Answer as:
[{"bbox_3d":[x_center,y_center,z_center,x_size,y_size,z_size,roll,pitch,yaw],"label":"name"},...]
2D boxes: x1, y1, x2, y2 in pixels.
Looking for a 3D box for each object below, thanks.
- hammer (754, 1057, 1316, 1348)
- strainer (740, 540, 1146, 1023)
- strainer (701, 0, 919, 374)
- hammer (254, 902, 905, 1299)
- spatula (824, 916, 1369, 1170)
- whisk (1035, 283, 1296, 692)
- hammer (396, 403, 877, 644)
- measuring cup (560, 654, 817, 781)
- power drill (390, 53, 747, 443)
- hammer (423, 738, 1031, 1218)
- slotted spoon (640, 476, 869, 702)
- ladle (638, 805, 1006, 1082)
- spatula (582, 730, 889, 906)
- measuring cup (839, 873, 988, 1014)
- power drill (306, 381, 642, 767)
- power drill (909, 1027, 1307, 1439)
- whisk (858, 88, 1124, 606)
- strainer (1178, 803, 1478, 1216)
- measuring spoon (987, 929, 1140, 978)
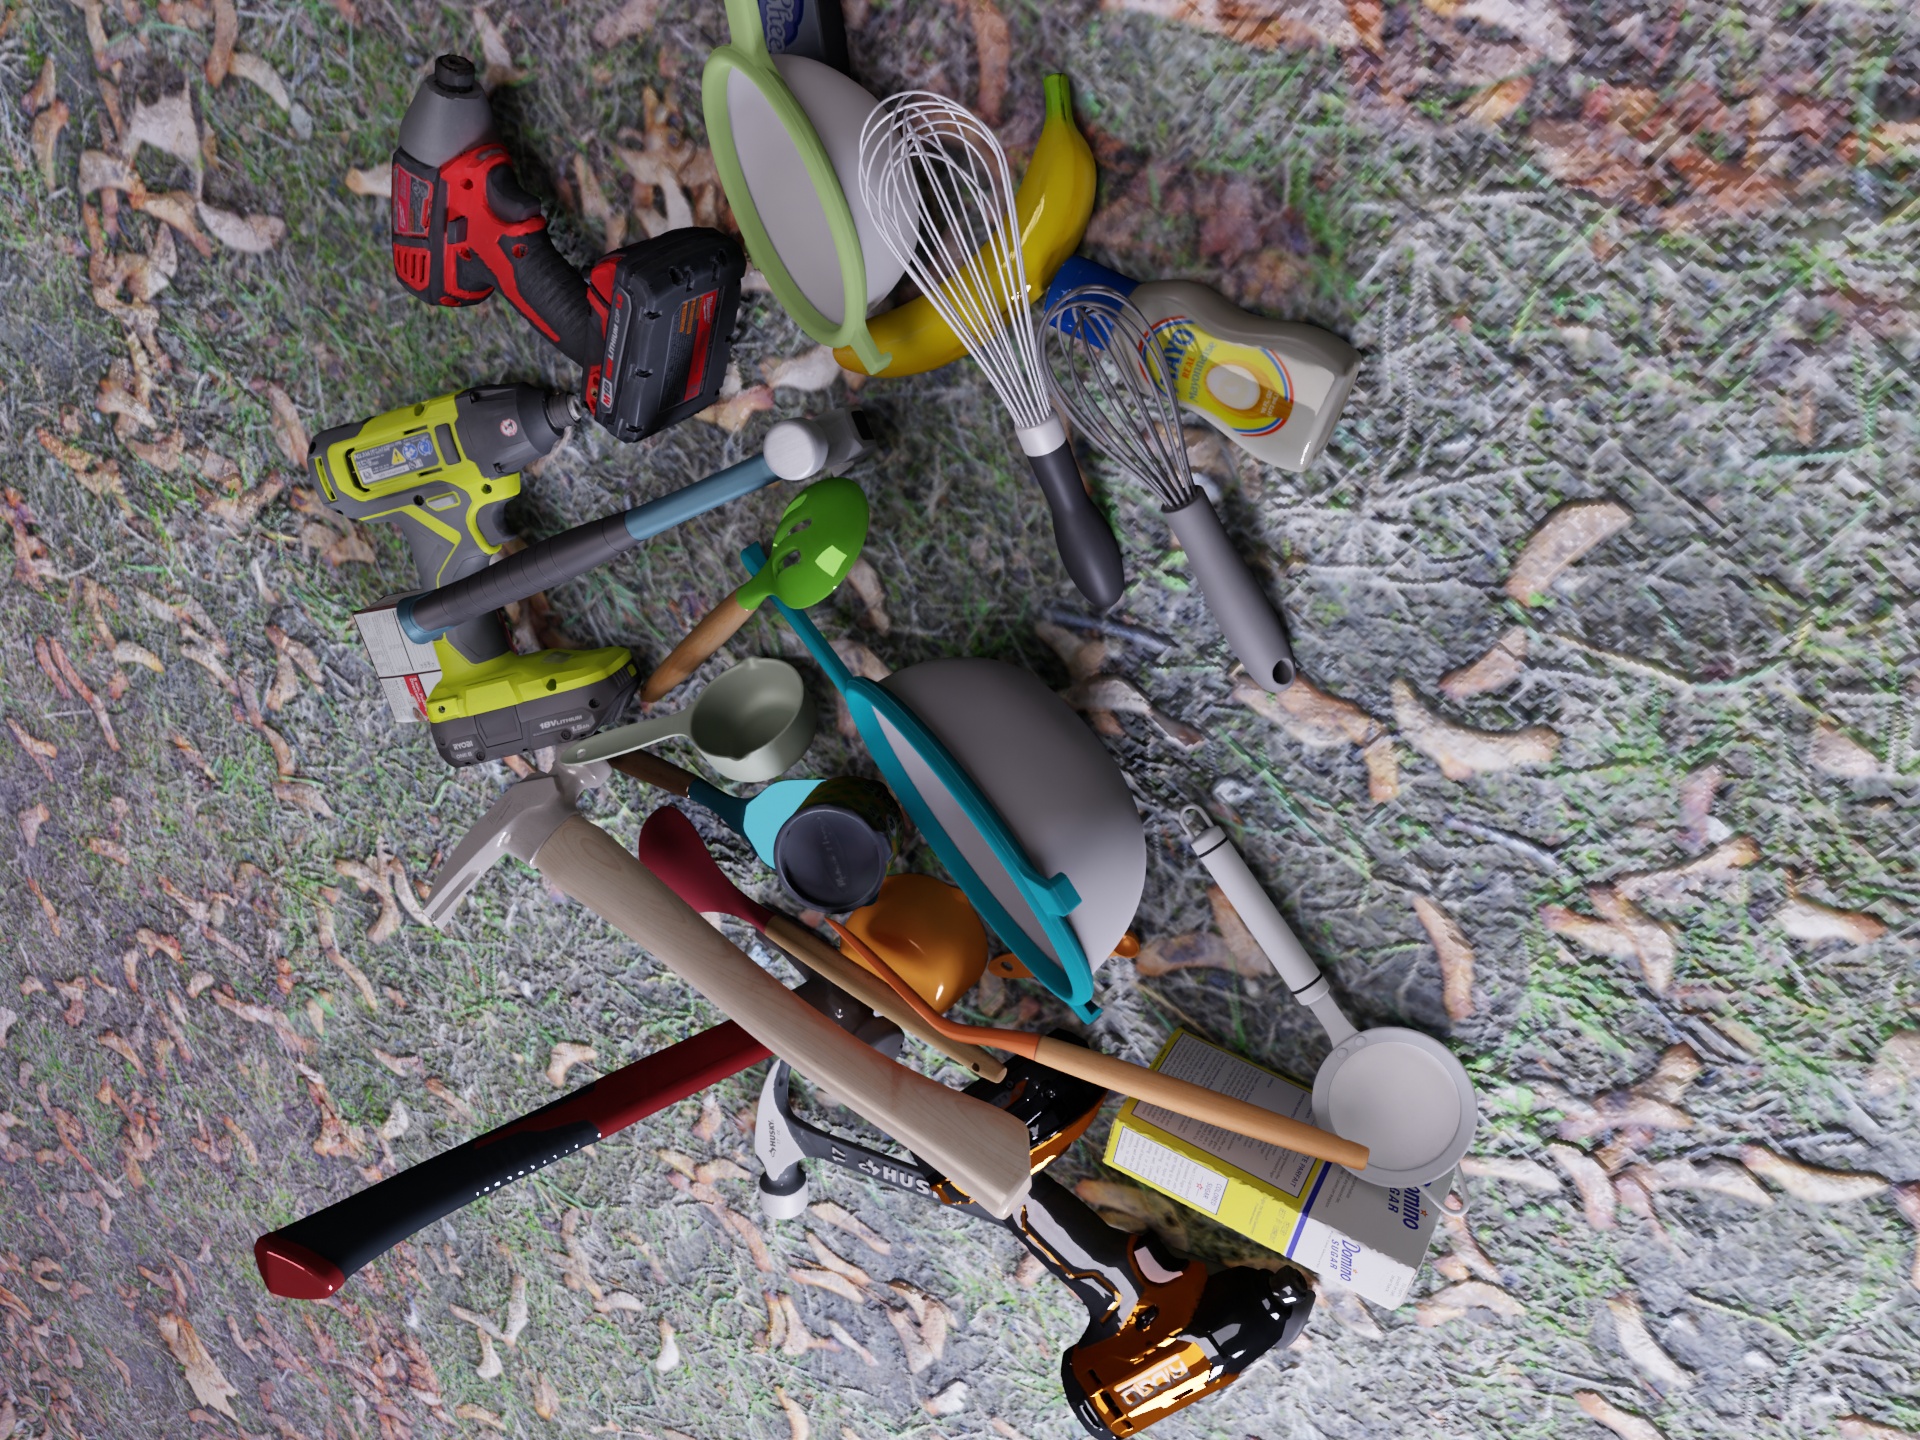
[{"bbox_3d":[0.034,0.325,1.058,0.409,0.036,0.149,12,118,26],"label":"hammer"},{"bbox_3d":[-0.001,-0.003,0.881,0.341,0.095,0.210,51,170,27],"label":"strainer"},{"bbox_3d":[-0.071,-0.303,0.750,0.152,0.069,0.256,48,158,40],"label":"strainer"},{"bbox_3d":[-0.222,0.219,0.935,0.143,0.386,0.038,39,132,33],"label":"hammer"},{"bbox_3d":[0.069,0.182,0.887,0.323,0.041,0.081,17,166,14],"label":"spatula"},{"bbox_3d":[0.105,-0.103,0.764,0.055,0.055,0.238,-14,123,35],"label":"whisk"},{"bbox_3d":[-0.192,-0.106,0.893,0.331,0.128,0.033,-18,99,25],"label":"hammer"},{"bbox_3d":[-0.166,0.013,0.979,0.167,0.083,0.038,-14,139,15],"label":"measuring cup"},{"bbox_3d":[-0.231,-0.266,0.893,0.220,0.078,0.143,36,134,16],"label":"power drill"},{"bbox_3d":[-0.136,0.167,0.946,0.411,0.146,0.038,33,159,20],"label":"hammer"},{"bbox_3d":[-0.132,-0.060,0.914,0.314,0.031,0.070,-31,52,57],"label":"slotted spoon"},{"bbox_3d":[-0.098,0.141,0.993,0.316,0.031,0.069,28,121,29],"label":"ladle"},{"bbox_3d":[-0.180,0.036,1.031,0.318,0.044,0.082,20,112,35],"label":"spatula"},{"bbox_3d":[-0.064,0.118,1.001,0.173,0.052,0.095,41,128,5],"label":"measuring cup"},{"bbox_3d":[-0.293,-0.095,1.006,0.171,0.080,0.223,-13,105,11],"label":"power drill"},{"bbox_3d":[0.091,0.305,0.961,0.164,0.084,0.226,-37,84,21],"label":"power drill"},{"bbox_3d":[0.028,-0.167,0.766,0.070,0.070,0.284,-2,132,32],"label":"whisk"},{"bbox_3d":[0.198,0.152,0.870,0.087,0.050,0.258,-35,86,12],"label":"strainer"},{"bbox_3d":[0.062,0.141,0.966,0.117,0.011,0.021,-18,115,40],"label":"measuring spoon"}]
